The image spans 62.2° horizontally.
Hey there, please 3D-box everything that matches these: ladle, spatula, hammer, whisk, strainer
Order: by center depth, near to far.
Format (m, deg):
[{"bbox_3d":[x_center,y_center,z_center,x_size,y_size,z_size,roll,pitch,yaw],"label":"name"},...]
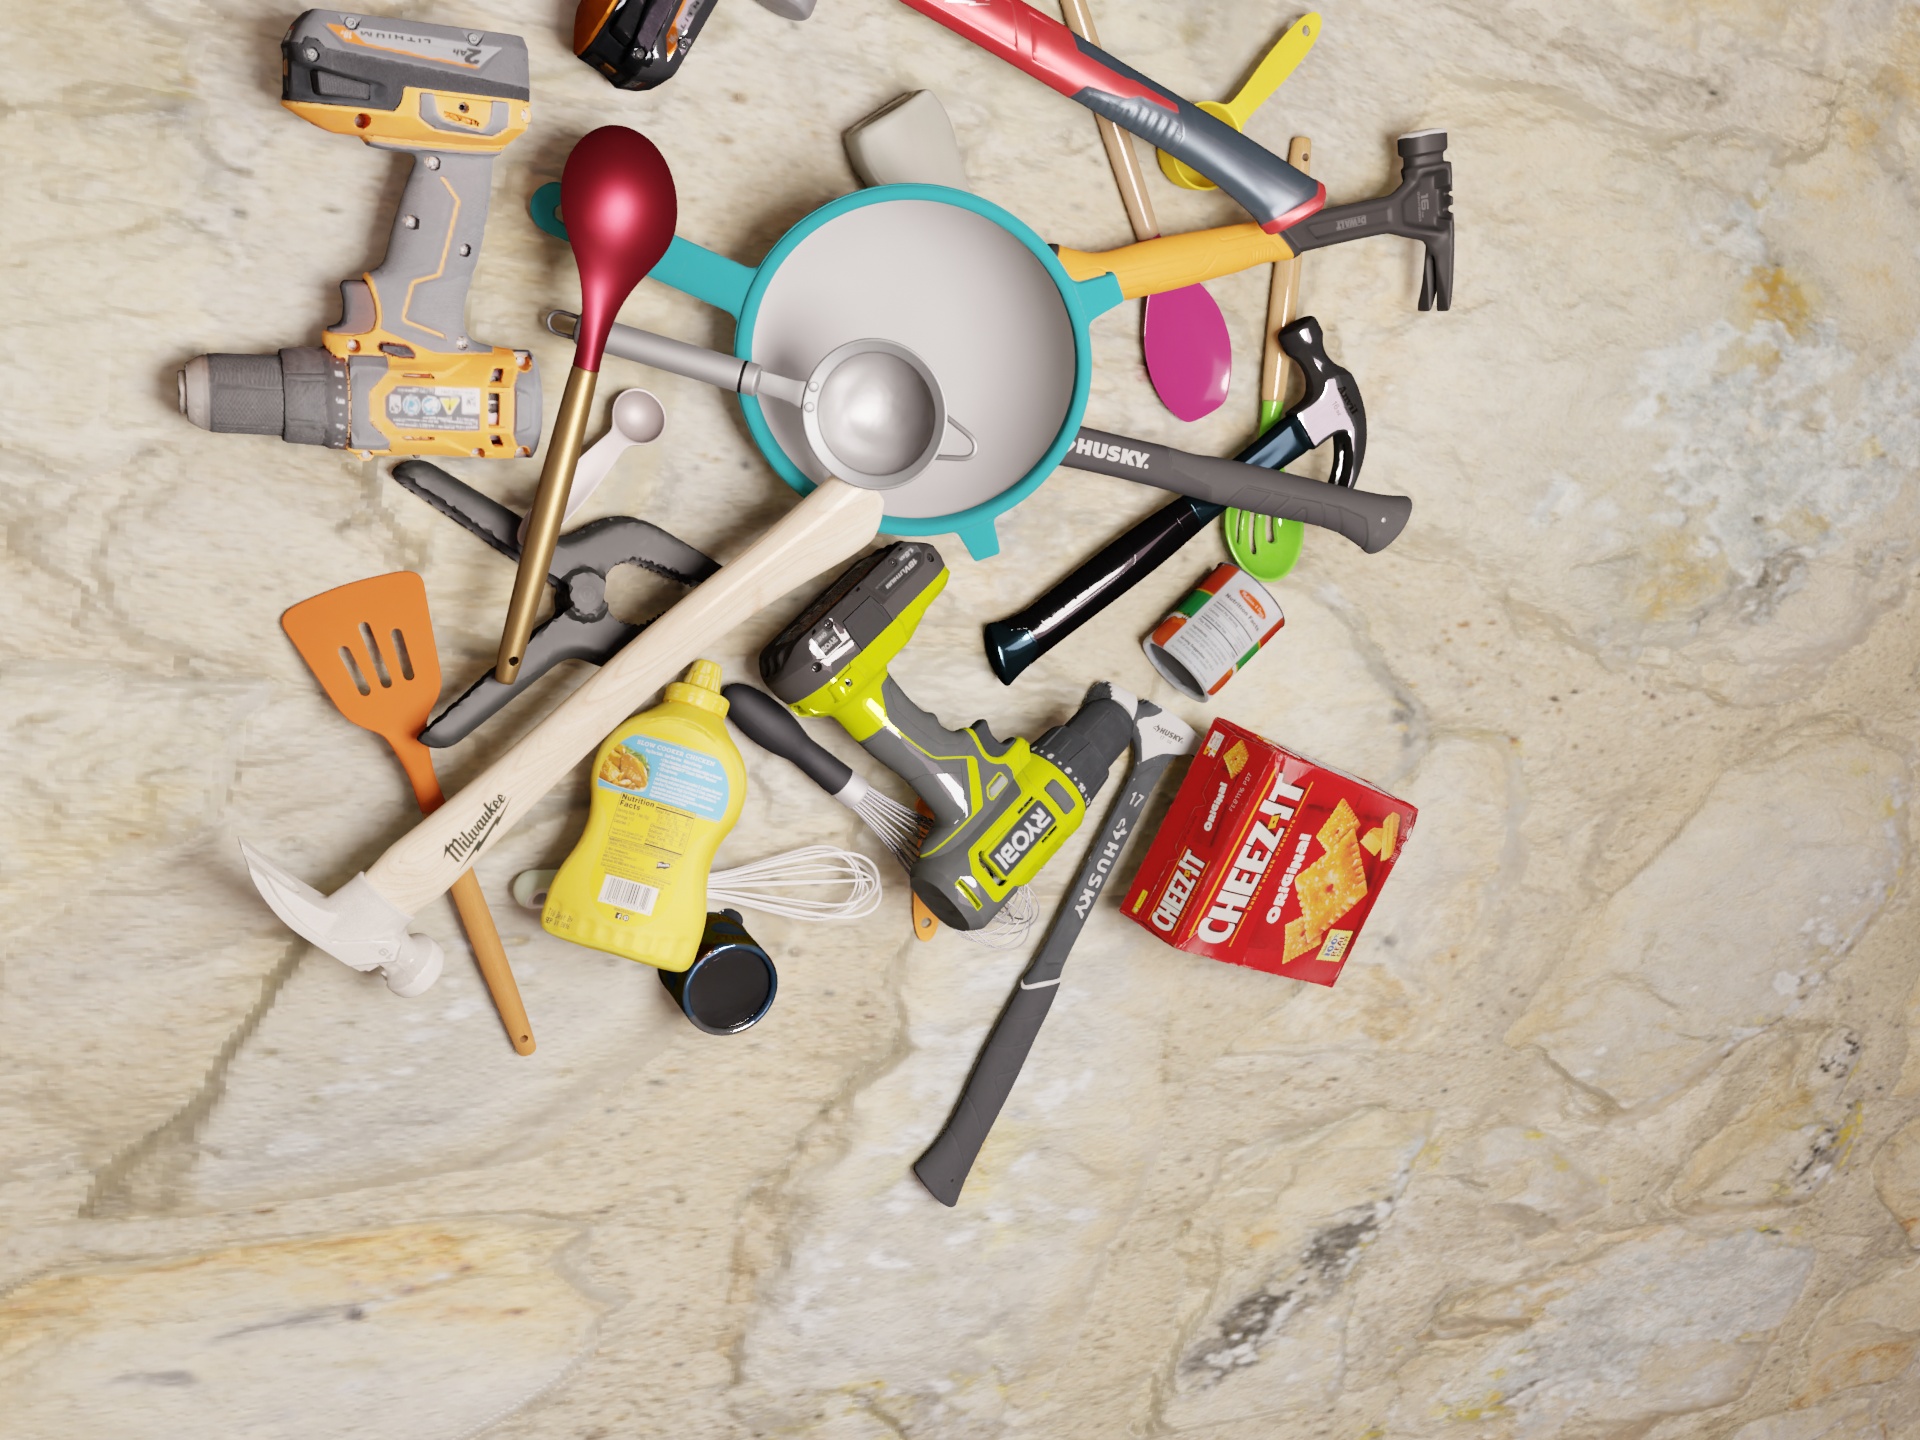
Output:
[{"bbox_3d":[-0.217,-0.170,0.884,0.069,0.031,0.315,10,102,-37],"label":"ladle"},{"bbox_3d":[-0.113,-0.196,0.915,0.258,0.050,0.086,16,110,-2],"label":"strainer"},{"bbox_3d":[-0.214,-0.013,0.919,0.410,0.038,0.146,-42,136,-5],"label":"hammer"},{"bbox_3d":[-0.086,-0.250,0.962,0.340,0.095,0.211,22,117,-10],"label":"strainer"},{"bbox_3d":[-0.314,0.070,0.969,0.081,0.041,0.322,-23,118,-22],"label":"spatula"},{"bbox_3d":[0.073,-0.422,0.985,0.386,0.038,0.143,21,93,-21],"label":"hammer"},{"bbox_3d":[-0.167,0.109,1.043,0.246,0.059,0.057,1,131,-24],"label":"whisk"},{"bbox_3d":[-0.052,0.066,1.077,0.284,0.070,0.070,40,85,-22],"label":"whisk"},{"bbox_3d":[0.153,-0.174,1.082,0.334,0.035,0.146,10,95,-13],"label":"hammer"},{"bbox_3d":[0.198,-0.317,1.091,0.337,0.034,0.127,-16,110,-20],"label":"hammer"},{"bbox_3d":[0.151,-0.139,1.123,0.331,0.033,0.128,-37,108,-6],"label":"hammer"},{"bbox_3d":[0.072,0.179,1.194,0.149,0.036,0.409,25,93,-32],"label":"hammer"}]

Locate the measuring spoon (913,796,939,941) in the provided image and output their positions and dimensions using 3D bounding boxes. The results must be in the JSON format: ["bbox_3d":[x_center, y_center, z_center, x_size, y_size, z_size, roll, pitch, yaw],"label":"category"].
[{"bbox_3d":[-0.025,0.104,1.137,0.021,0.011,0.116,-5,110,-18],"label":"measuring spoon"}]

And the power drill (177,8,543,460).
[{"bbox_3d":[-0.316,-0.251,0.843,0.185,0.084,0.226,-4,111,-26],"label":"power drill"}]

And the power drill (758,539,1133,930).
[{"bbox_3d":[-0.002,-0.003,1.041,0.190,0.080,0.228,-46,106,-21],"label":"power drill"}]

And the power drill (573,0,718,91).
[{"bbox_3d":[-0.236,-0.432,0.831,0.226,0.084,0.164,30,90,-27],"label":"power drill"}]

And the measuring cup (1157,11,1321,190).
[{"bbox_3d":[0.191,-0.426,1.085,0.156,0.029,0.062,-50,120,-9],"label":"measuring cup"}]

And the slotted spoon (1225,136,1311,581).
[{"bbox_3d":[0.231,-0.258,1.154,0.070,0.031,0.313,-2,103,-25],"label":"slotted spoon"}]

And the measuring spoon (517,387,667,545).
[{"bbox_3d":[-0.221,-0.148,0.942,0.034,0.018,0.124,46,68,-22],"label":"measuring spoon"}]

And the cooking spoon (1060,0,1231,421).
[{"bbox_3d":[0.119,-0.351,1.073,0.069,0.017,0.318,-30,117,-14],"label":"cooking spoon"}]
